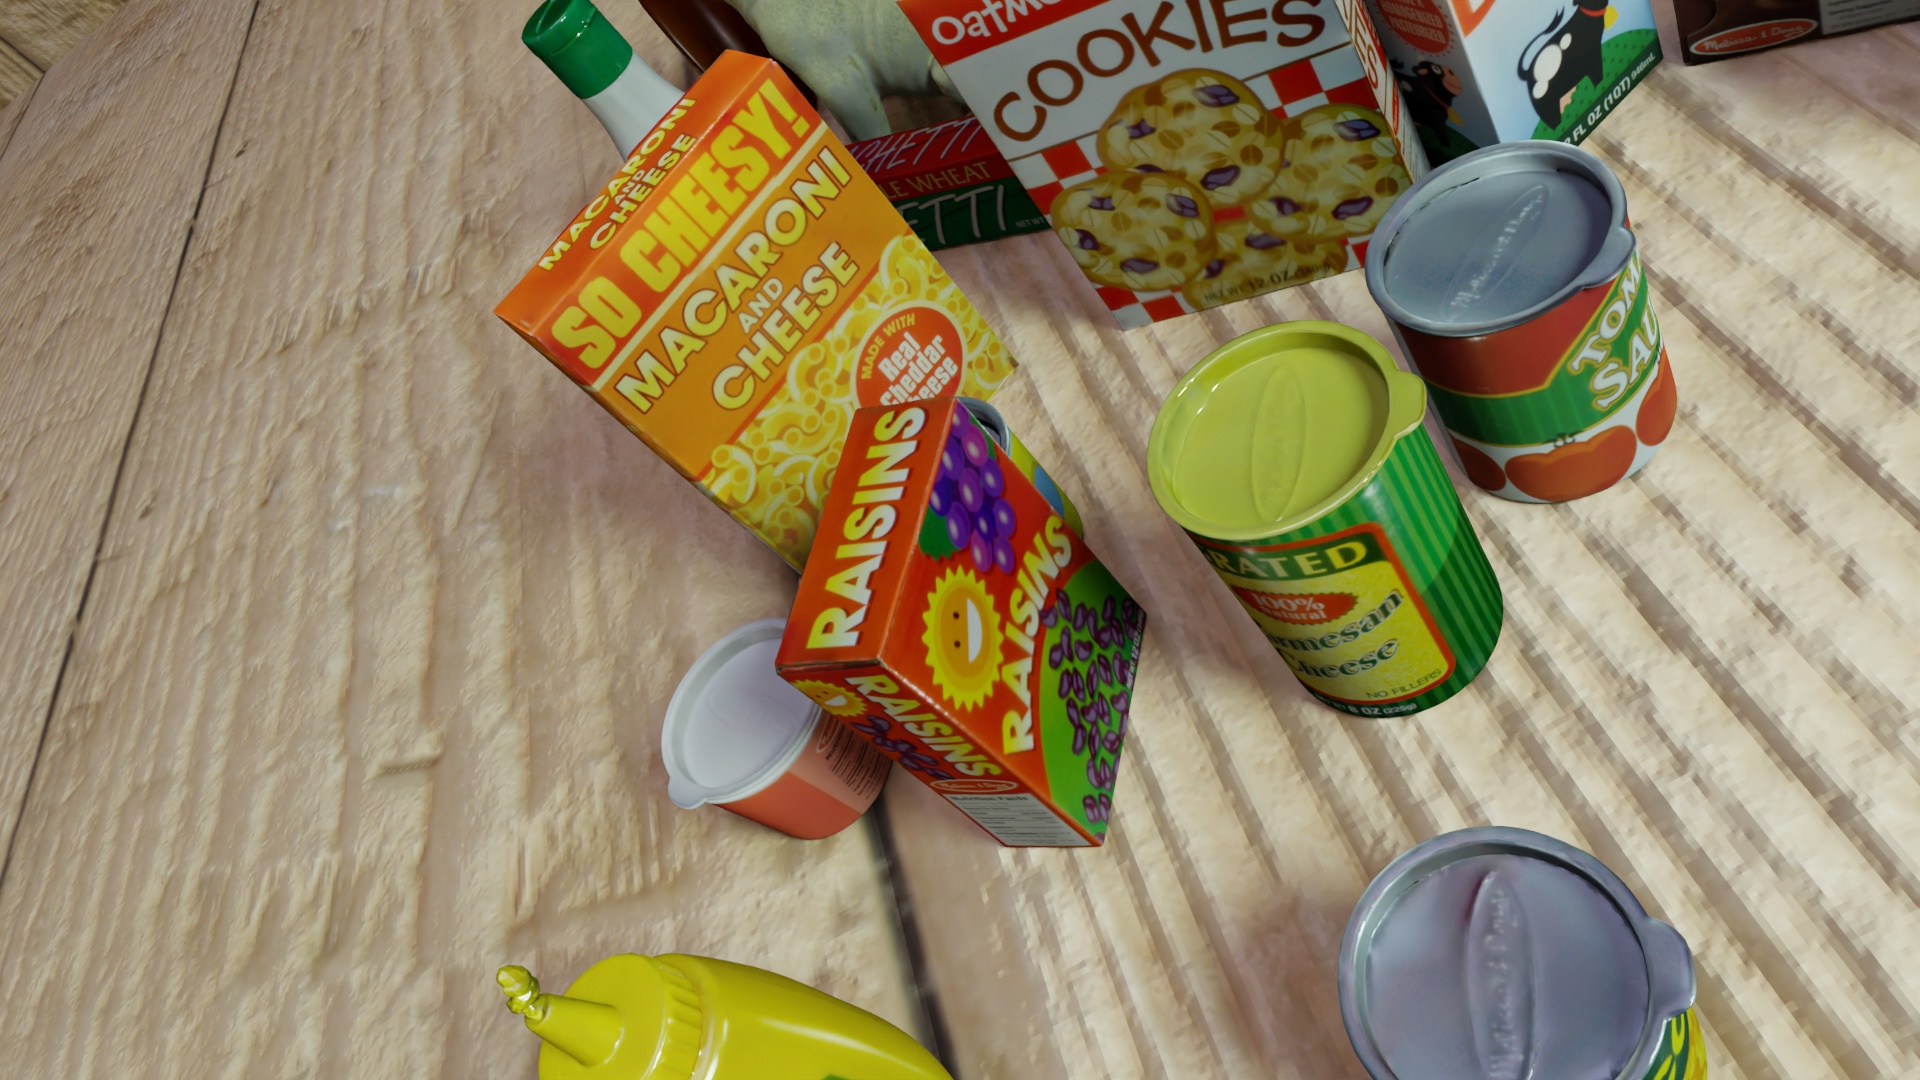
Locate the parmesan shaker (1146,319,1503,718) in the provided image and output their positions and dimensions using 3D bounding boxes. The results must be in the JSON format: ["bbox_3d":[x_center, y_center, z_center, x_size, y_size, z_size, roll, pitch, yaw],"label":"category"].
[{"bbox_3d":[0.104,-0.002,0.375,0.071,0.103,0.072,-20,48,24],"label":"parmesan shaker"}]

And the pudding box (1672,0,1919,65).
[{"bbox_3d":[0.269,-0.185,0.434,0.083,0.049,0.030,-3,57,36],"label":"pudding box"}]

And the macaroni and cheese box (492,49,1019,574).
[{"bbox_3d":[-0.067,-0.074,0.513,0.124,0.166,0.040,-52,43,-8],"label":"macaroni and cheese box"}]

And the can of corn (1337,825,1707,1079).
[{"bbox_3d":[0.128,0.105,0.307,0.071,0.058,0.071,-20,48,24],"label":"can of corn"}]

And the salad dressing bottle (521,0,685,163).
[{"bbox_3d":[-0.154,-0.208,0.696,0.044,0.147,0.064,-9,53,32],"label":"salad dressing bottle"}]

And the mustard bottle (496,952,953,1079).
[{"bbox_3d":[-0.056,0.138,0.344,0.049,0.160,0.065,24,74,45],"label":"mustard bottle"}]

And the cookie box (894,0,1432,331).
[{"bbox_3d":[0.075,-0.151,0.466,0.123,0.167,0.040,-11,52,31],"label":"cookie box"}]

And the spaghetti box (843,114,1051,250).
[{"bbox_3d":[-0.003,-0.158,0.616,0.250,0.050,0.029,-2,57,36],"label":"spaghetti box"}]

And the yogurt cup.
[{"bbox_3d":[-0.060,0.068,0.480,0.072,0.054,0.073,-20,48,24],"label":"yogurt cup"}]

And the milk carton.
[{"bbox_3d":[0.149,-0.204,0.435,0.072,0.190,0.073,-45,43,-1],"label":"milk carton"}]

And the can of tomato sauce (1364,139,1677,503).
[{"bbox_3d":[0.161,-0.059,0.391,0.071,0.083,0.071,-20,48,24],"label":"can of tomato sauce"}]

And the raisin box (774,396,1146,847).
[{"bbox_3d":[0.006,0.028,0.411,0.040,0.123,0.086,-6,55,34],"label":"raisin box"}]

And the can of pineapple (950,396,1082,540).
[{"bbox_3d":[0.002,-0.006,0.488,0.071,0.057,0.071,-20,48,24],"label":"can of pineapple"}]

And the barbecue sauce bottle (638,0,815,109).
[{"bbox_3d":[-0.137,-0.278,0.738,0.043,0.148,0.065,-33,44,12],"label":"barbecue sauce bottle"}]
